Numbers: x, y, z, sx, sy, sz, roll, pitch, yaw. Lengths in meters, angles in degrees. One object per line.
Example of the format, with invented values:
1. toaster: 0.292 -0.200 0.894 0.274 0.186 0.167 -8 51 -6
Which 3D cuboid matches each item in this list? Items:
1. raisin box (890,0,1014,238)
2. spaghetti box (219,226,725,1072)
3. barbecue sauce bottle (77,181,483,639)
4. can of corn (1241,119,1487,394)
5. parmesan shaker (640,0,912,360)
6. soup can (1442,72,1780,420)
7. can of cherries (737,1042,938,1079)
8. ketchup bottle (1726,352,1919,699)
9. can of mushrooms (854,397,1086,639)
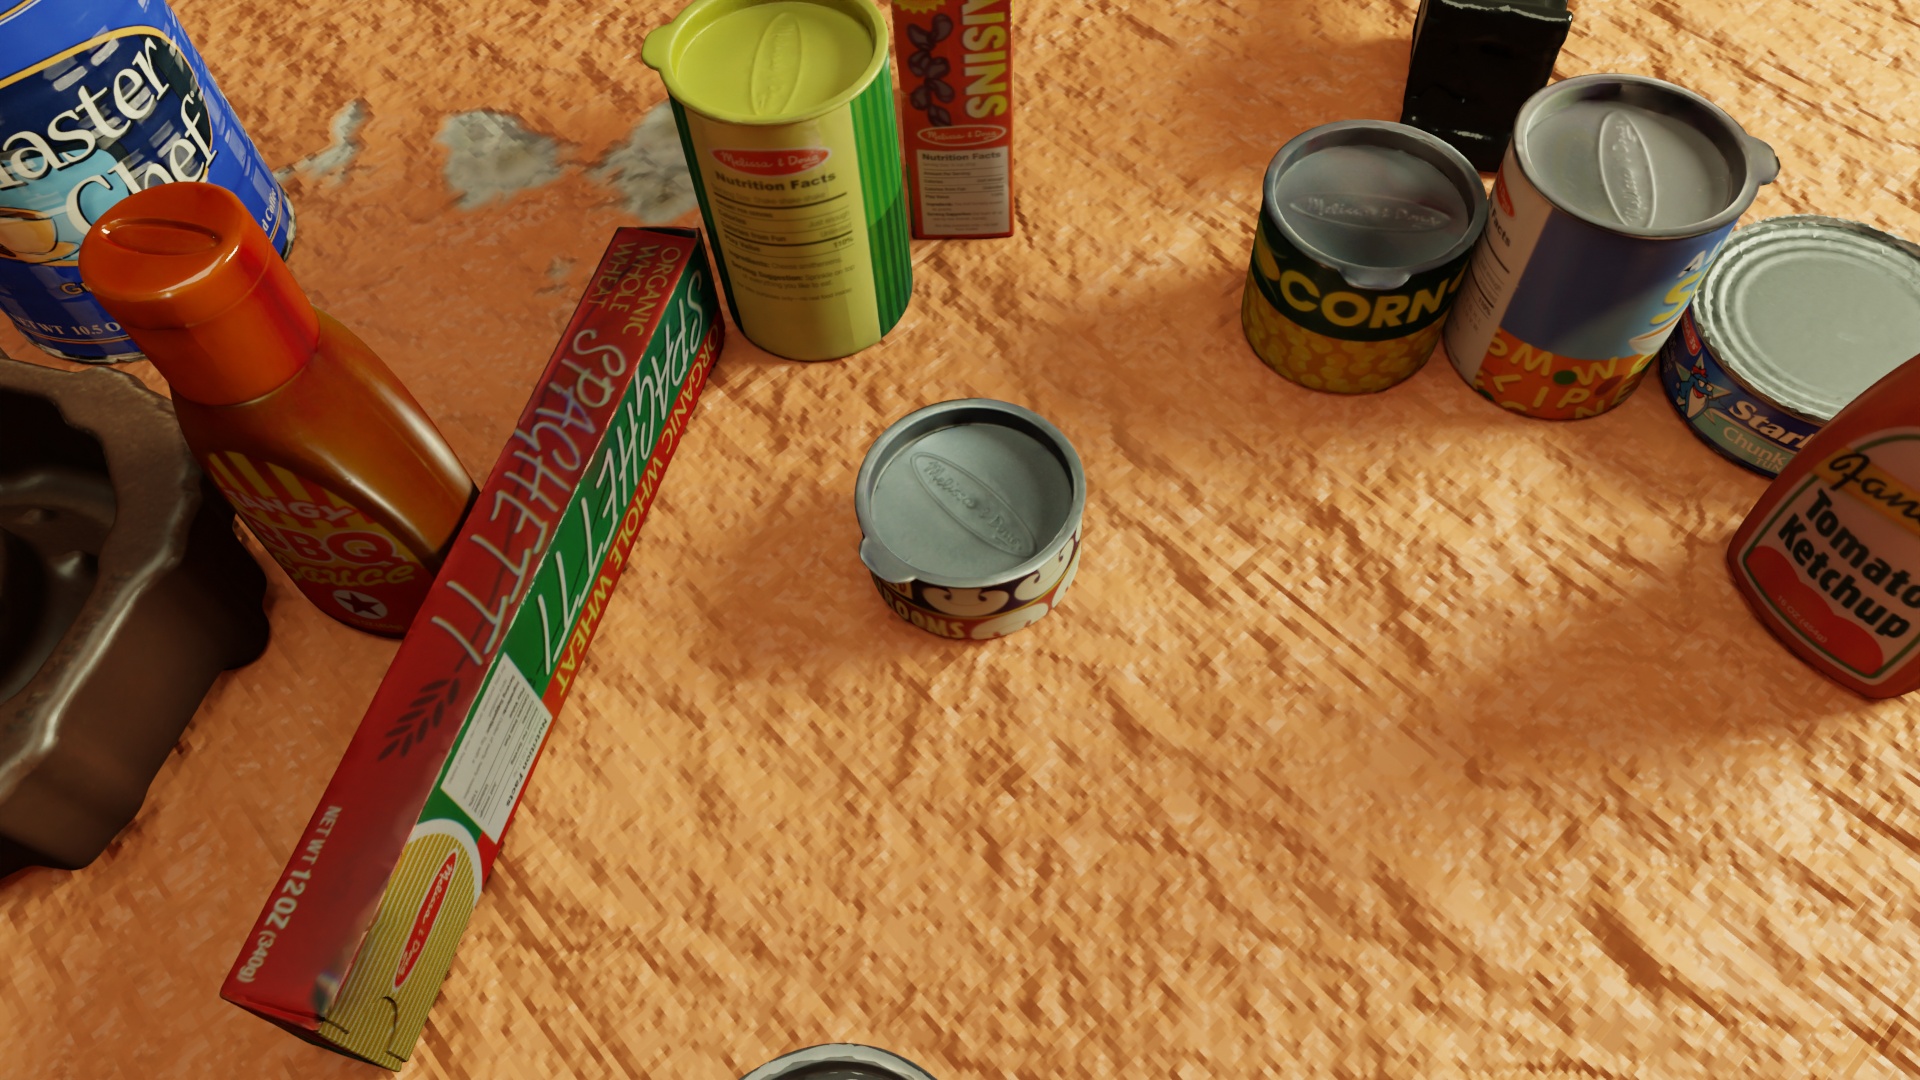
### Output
1. raisin box: -0.001 -0.174 0.463 0.040 0.122 0.086 -1 58 2
2. spaghetti box: -0.122 0.015 0.391 0.029 0.050 0.251 11 59 9
3. barbecue sauce bottle: -0.169 -0.027 0.362 0.065 0.147 0.044 8 59 8
4. can of corn: 0.125 -0.087 0.439 0.071 0.058 0.071 -1 57 2
5. parmesan shaker: -0.054 -0.115 0.439 0.071 0.102 0.071 -1 58 2
6. soup can: 0.192 -0.086 0.421 0.071 0.083 0.071 -1 58 2
7. can of cherries: -0.027 0.147 0.297 0.071 0.058 0.072 -1 57 2
8. ketchup bottle: 0.247 -0.020 0.337 0.043 0.148 0.065 -27 60 -13
9. can of mushrooms: 0.001 -0.005 0.408 0.071 0.033 0.071 -1 57 2
